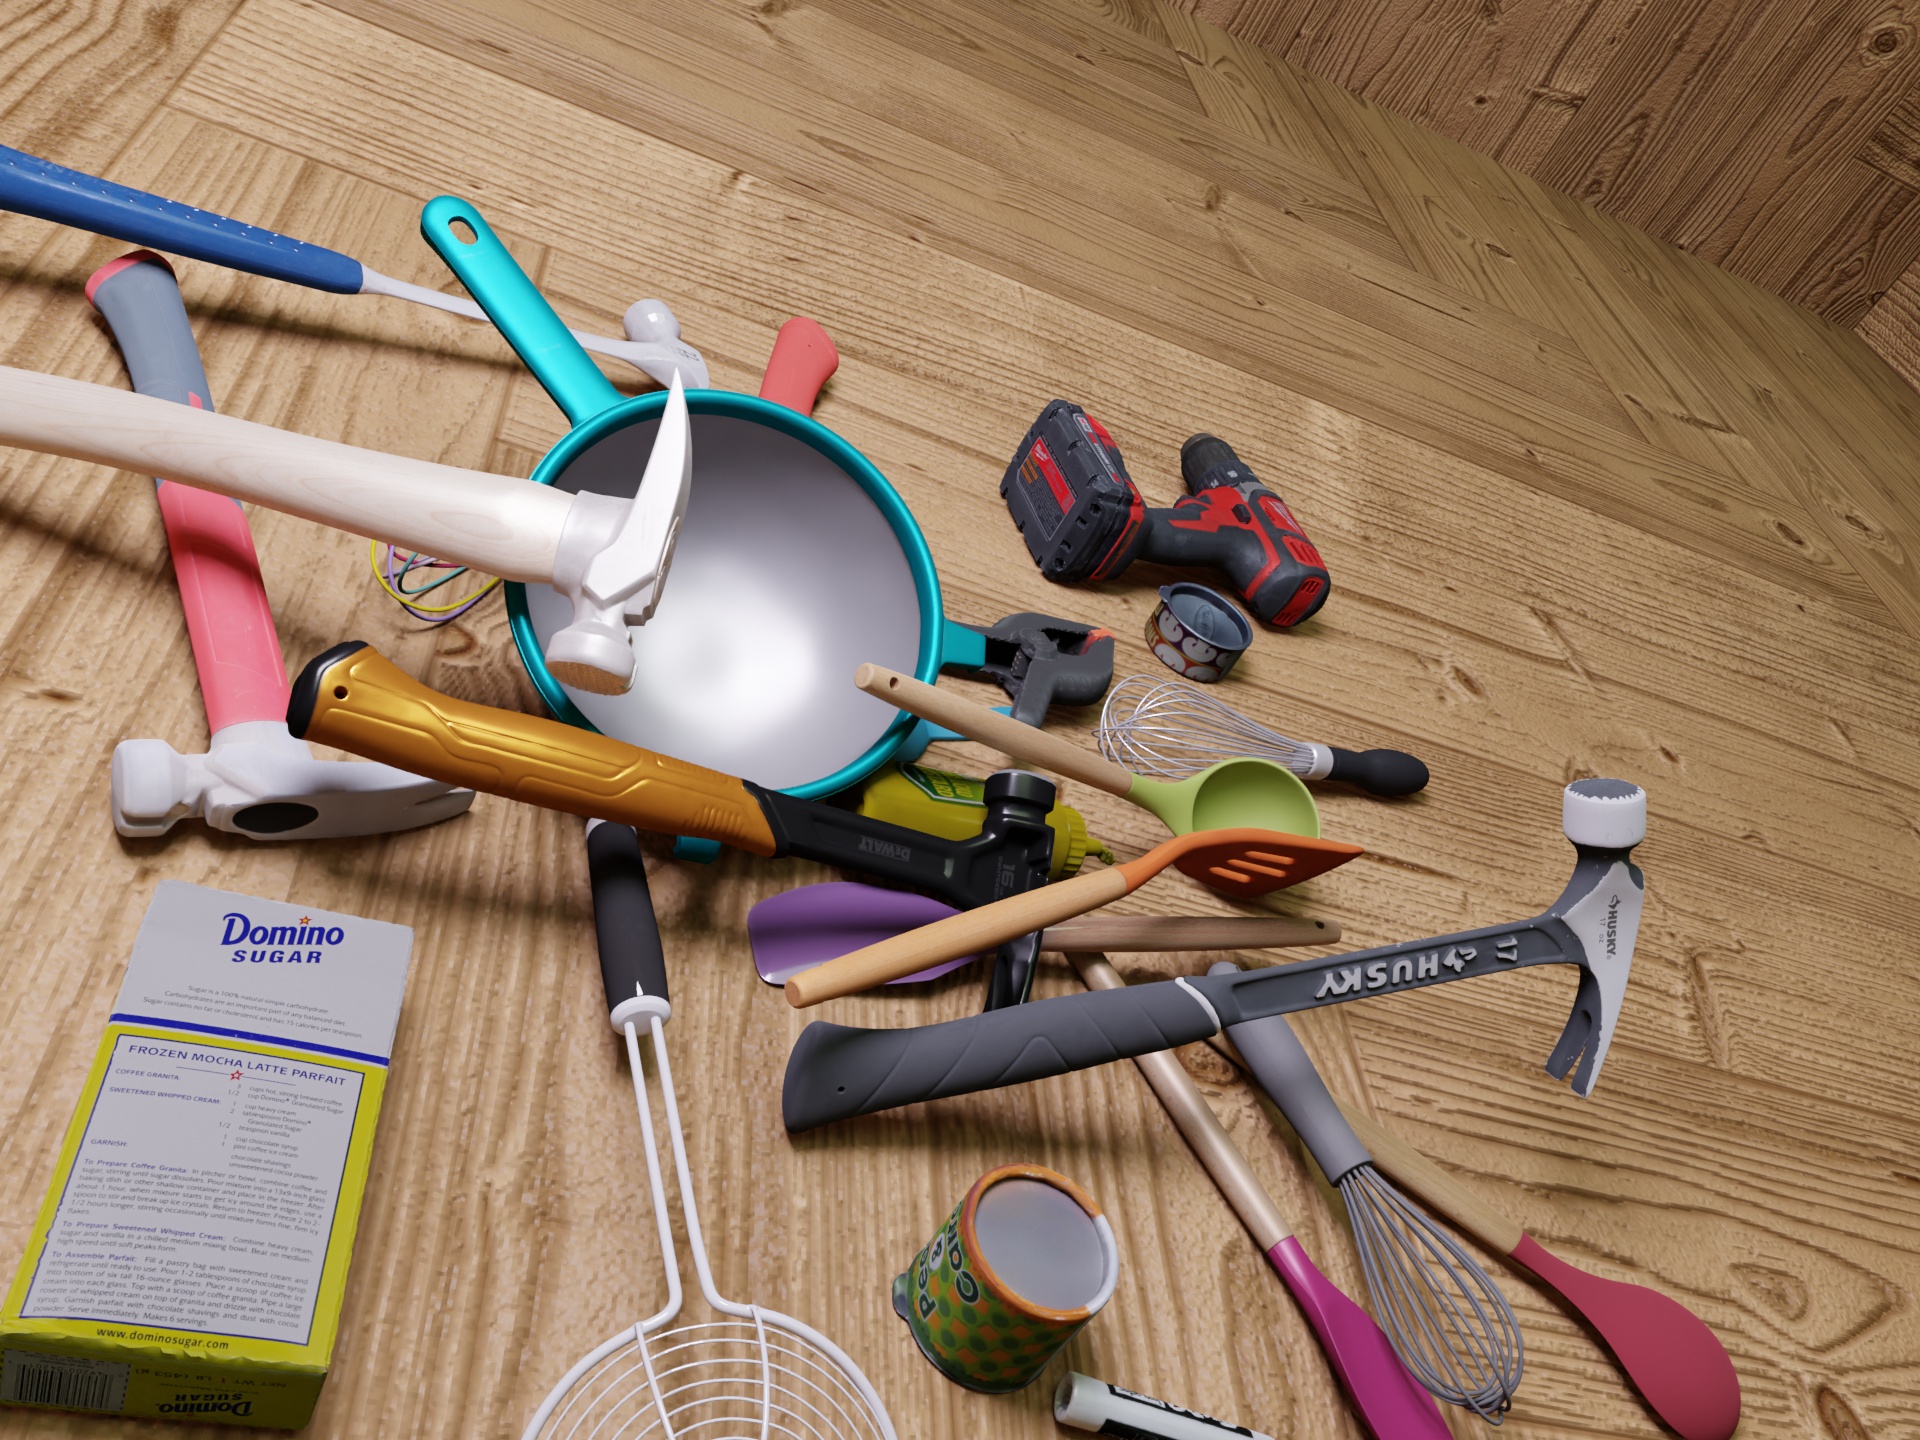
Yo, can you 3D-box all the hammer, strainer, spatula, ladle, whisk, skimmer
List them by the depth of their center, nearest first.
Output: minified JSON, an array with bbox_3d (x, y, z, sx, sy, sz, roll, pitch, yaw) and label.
[{"bbox_3d":[-0.113,0.174,0.592,0.127,0.090,0.364,-3,35,-17],"label":"skimmer"},{"bbox_3d":[-0.108,0.043,0.668,0.336,0.034,0.127,18,68,-26],"label":"hammer"},{"bbox_3d":[-0.322,-0.124,0.681,0.410,0.038,0.146,13,71,-1],"label":"hammer"},{"bbox_3d":[0.123,0.126,0.701,0.409,0.149,0.036,-8,15,-15],"label":"hammer"},{"bbox_3d":[0.057,0.087,0.712,0.322,0.081,0.041,-12,76,-41],"label":"spatula"},{"bbox_3d":[0.177,0.207,0.730,0.055,0.055,0.239,-1,45,-36],"label":"whisk"},{"bbox_3d":[-0.342,-0.099,0.751,0.143,0.038,0.387,0,46,-37],"label":"hammer"},{"bbox_3d":[-0.160,-0.098,0.777,0.211,0.095,0.340,-37,88,-31],"label":"strainer"},{"bbox_3d":[0.247,0.239,0.777,0.315,0.031,0.069,35,37,9],"label":"ladle"},{"bbox_3d":[0.051,0.103,0.778,0.315,0.018,0.060,3,45,-22],"label":"spatula"},{"bbox_3d":[0.075,0.024,0.813,0.319,0.062,0.078,22,69,-41],"label":"ladle"},{"bbox_3d":[-0.227,-0.116,0.851,0.047,0.051,0.245,29,32,8],"label":"whisk"},{"bbox_3d":[-0.325,-0.242,0.888,0.405,0.035,0.144,8,32,-36],"label":"hammer"},{"bbox_3d":[-0.126,-0.156,0.975,0.149,0.036,0.359,20,38,-15],"label":"hammer"},{"bbox_3d":[0.193,0.023,0.976,0.284,0.070,0.070,9,41,-35],"label":"whisk"}]

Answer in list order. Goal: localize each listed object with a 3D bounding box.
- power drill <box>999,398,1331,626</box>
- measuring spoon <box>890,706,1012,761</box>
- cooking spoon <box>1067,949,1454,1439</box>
[{"bbox_3d":[0.145,-0.158,1.138,0.226,0.080,0.188,9,41,-32],"label":"power drill"},{"bbox_3d":[-0.001,-0.003,0.890,0.128,0.021,0.042,-6,50,-40],"label":"measuring spoon"},{"bbox_3d":[0.130,0.216,0.723,0.068,0.017,0.319,17,32,-52],"label":"cooking spoon"}]
